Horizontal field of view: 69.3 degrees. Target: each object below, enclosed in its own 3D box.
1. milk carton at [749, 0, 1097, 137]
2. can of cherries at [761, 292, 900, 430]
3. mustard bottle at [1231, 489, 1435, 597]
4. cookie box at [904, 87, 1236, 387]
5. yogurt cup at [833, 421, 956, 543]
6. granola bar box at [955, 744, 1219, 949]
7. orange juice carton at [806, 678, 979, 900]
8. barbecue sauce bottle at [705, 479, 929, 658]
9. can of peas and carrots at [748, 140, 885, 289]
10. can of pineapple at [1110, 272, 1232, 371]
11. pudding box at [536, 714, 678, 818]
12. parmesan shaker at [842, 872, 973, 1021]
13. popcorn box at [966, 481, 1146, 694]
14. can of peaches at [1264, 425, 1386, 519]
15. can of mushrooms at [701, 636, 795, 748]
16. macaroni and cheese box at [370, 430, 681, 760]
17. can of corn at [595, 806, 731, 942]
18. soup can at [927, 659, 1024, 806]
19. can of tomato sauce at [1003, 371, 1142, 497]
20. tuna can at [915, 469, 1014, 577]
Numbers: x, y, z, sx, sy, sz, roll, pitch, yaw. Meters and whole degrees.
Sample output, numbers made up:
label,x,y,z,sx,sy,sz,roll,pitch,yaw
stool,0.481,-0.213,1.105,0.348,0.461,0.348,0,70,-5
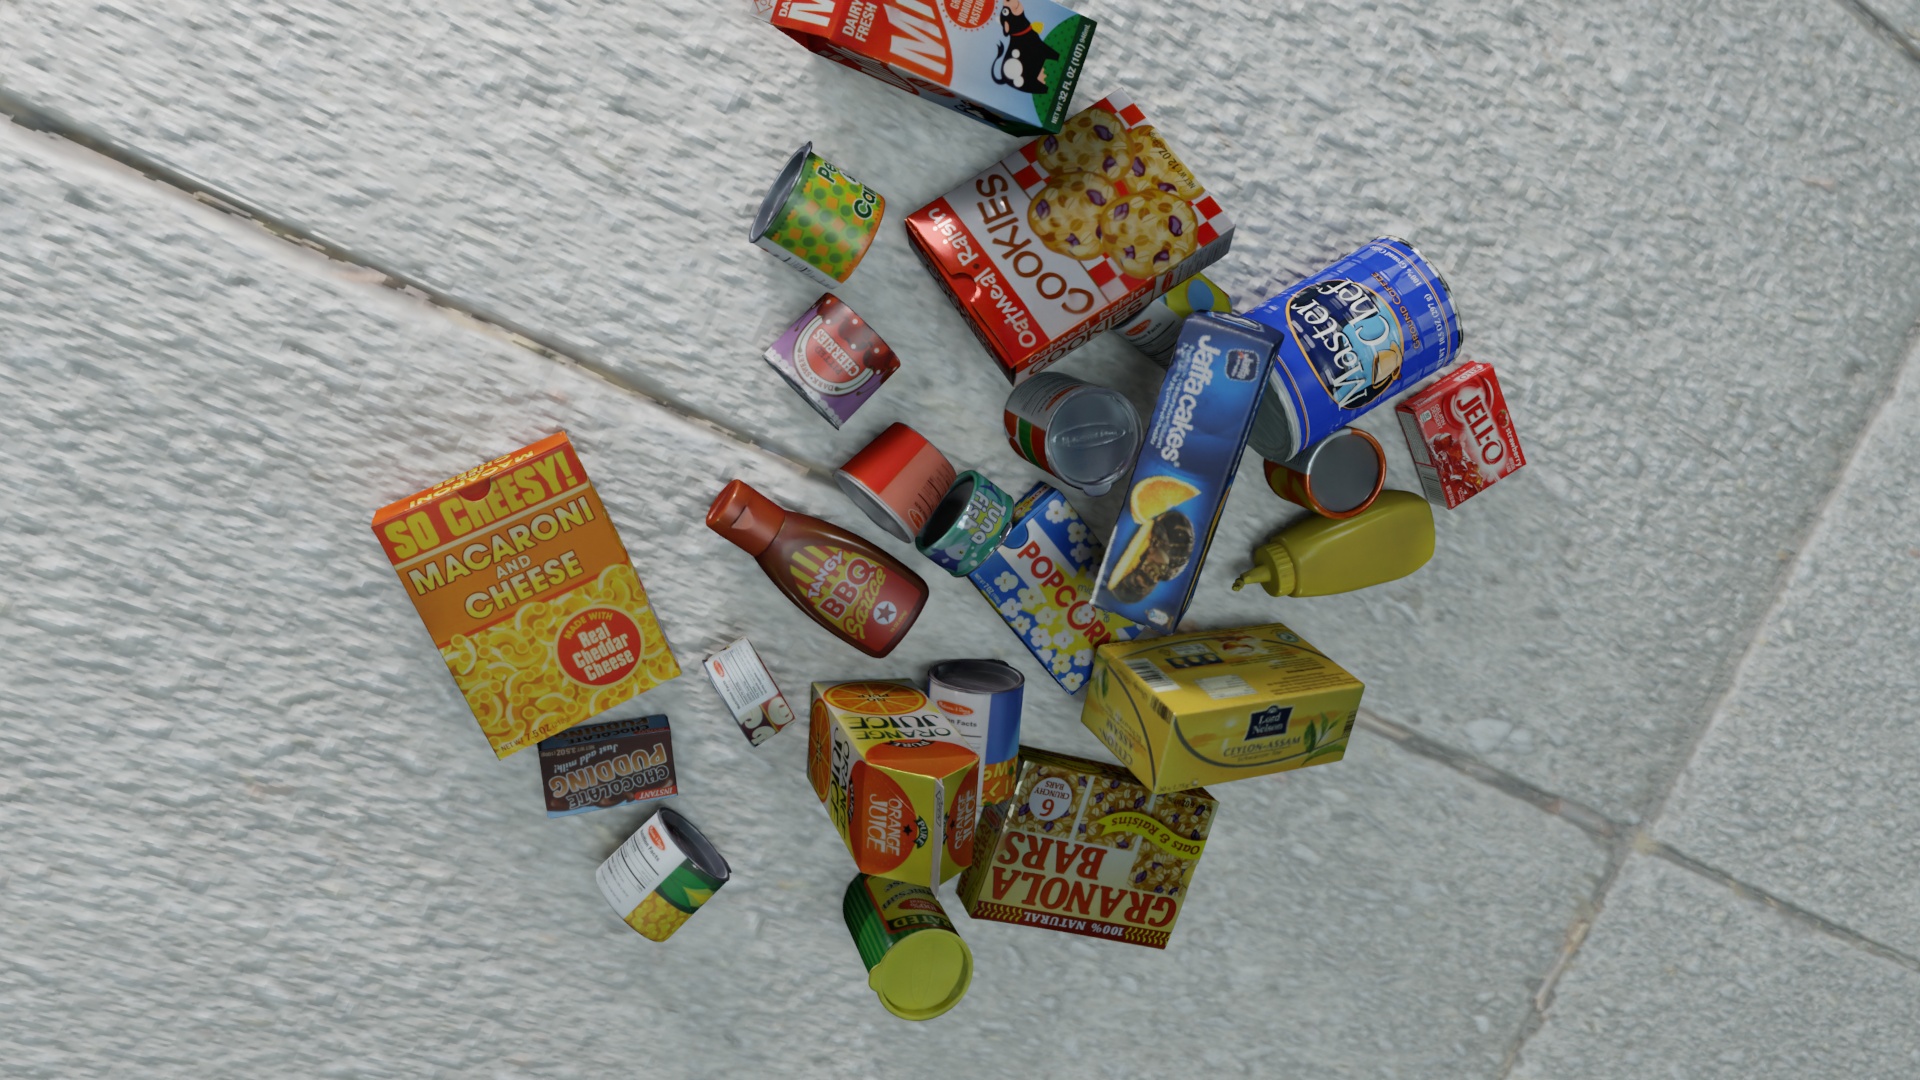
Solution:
label,x,y,z,sx,sy,sz,roll,pitch,yaw
milk carton,-0.025,-0.309,0.828,0.191,0.073,0.072,17,98,-21
can of cherries,-0.079,-0.111,0.860,0.058,0.071,0.071,-45,112,-3
mustard bottle,0.267,0.009,1.015,0.160,0.049,0.065,-15,111,-13
cookie box,0.067,-0.191,0.871,0.168,0.040,0.123,-33,74,-8
yogurt cup,-0.040,-0.039,0.896,0.054,0.072,0.072,-48,113,-10
granola bar box,0.094,0.226,1.018,0.166,0.039,0.124,15,99,-21
orange juice carton,-0.041,0.151,0.872,0.073,0.193,0.071,0,103,-19
barbecue sauce bottle,-0.095,0.015,0.902,0.148,0.044,0.065,35,92,-22
can of peas and carrots,-0.085,-0.196,0.839,0.058,0.071,0.071,28,94,-23
can of pineapple,0.138,-0.154,0.924,0.058,0.071,0.071,33,92,-23
pudding box,-0.228,0.146,0.898,0.084,0.030,0.049,-7,106,-16
parmesan shaker,-0.041,0.271,0.950,0.071,0.103,0.071,-5,105,-17
popcorn box,0.067,0.033,0.962,0.085,0.038,0.126,-42,112,-3
can of peaches,0.262,-0.051,0.994,0.071,0.058,0.071,-4,104,-17
can of mushrooms,-0.136,0.098,0.899,0.033,0.071,0.071,-32,111,-9
macaroni and cheese box,-0.263,0.034,0.853,0.124,0.040,0.166,-26,110,-11
can of corn,-0.193,0.220,0.909,0.058,0.071,0.071,-44,112,-2
soup can,0.010,0.130,0.954,0.071,0.071,0.083,0,105,-18
can of tomato sauce,0.073,-0.072,0.913,0.071,0.083,0.071,-4,105,-17
tuna can,0.003,-0.011,0.912,0.033,0.071,0.071,36,91,-21
